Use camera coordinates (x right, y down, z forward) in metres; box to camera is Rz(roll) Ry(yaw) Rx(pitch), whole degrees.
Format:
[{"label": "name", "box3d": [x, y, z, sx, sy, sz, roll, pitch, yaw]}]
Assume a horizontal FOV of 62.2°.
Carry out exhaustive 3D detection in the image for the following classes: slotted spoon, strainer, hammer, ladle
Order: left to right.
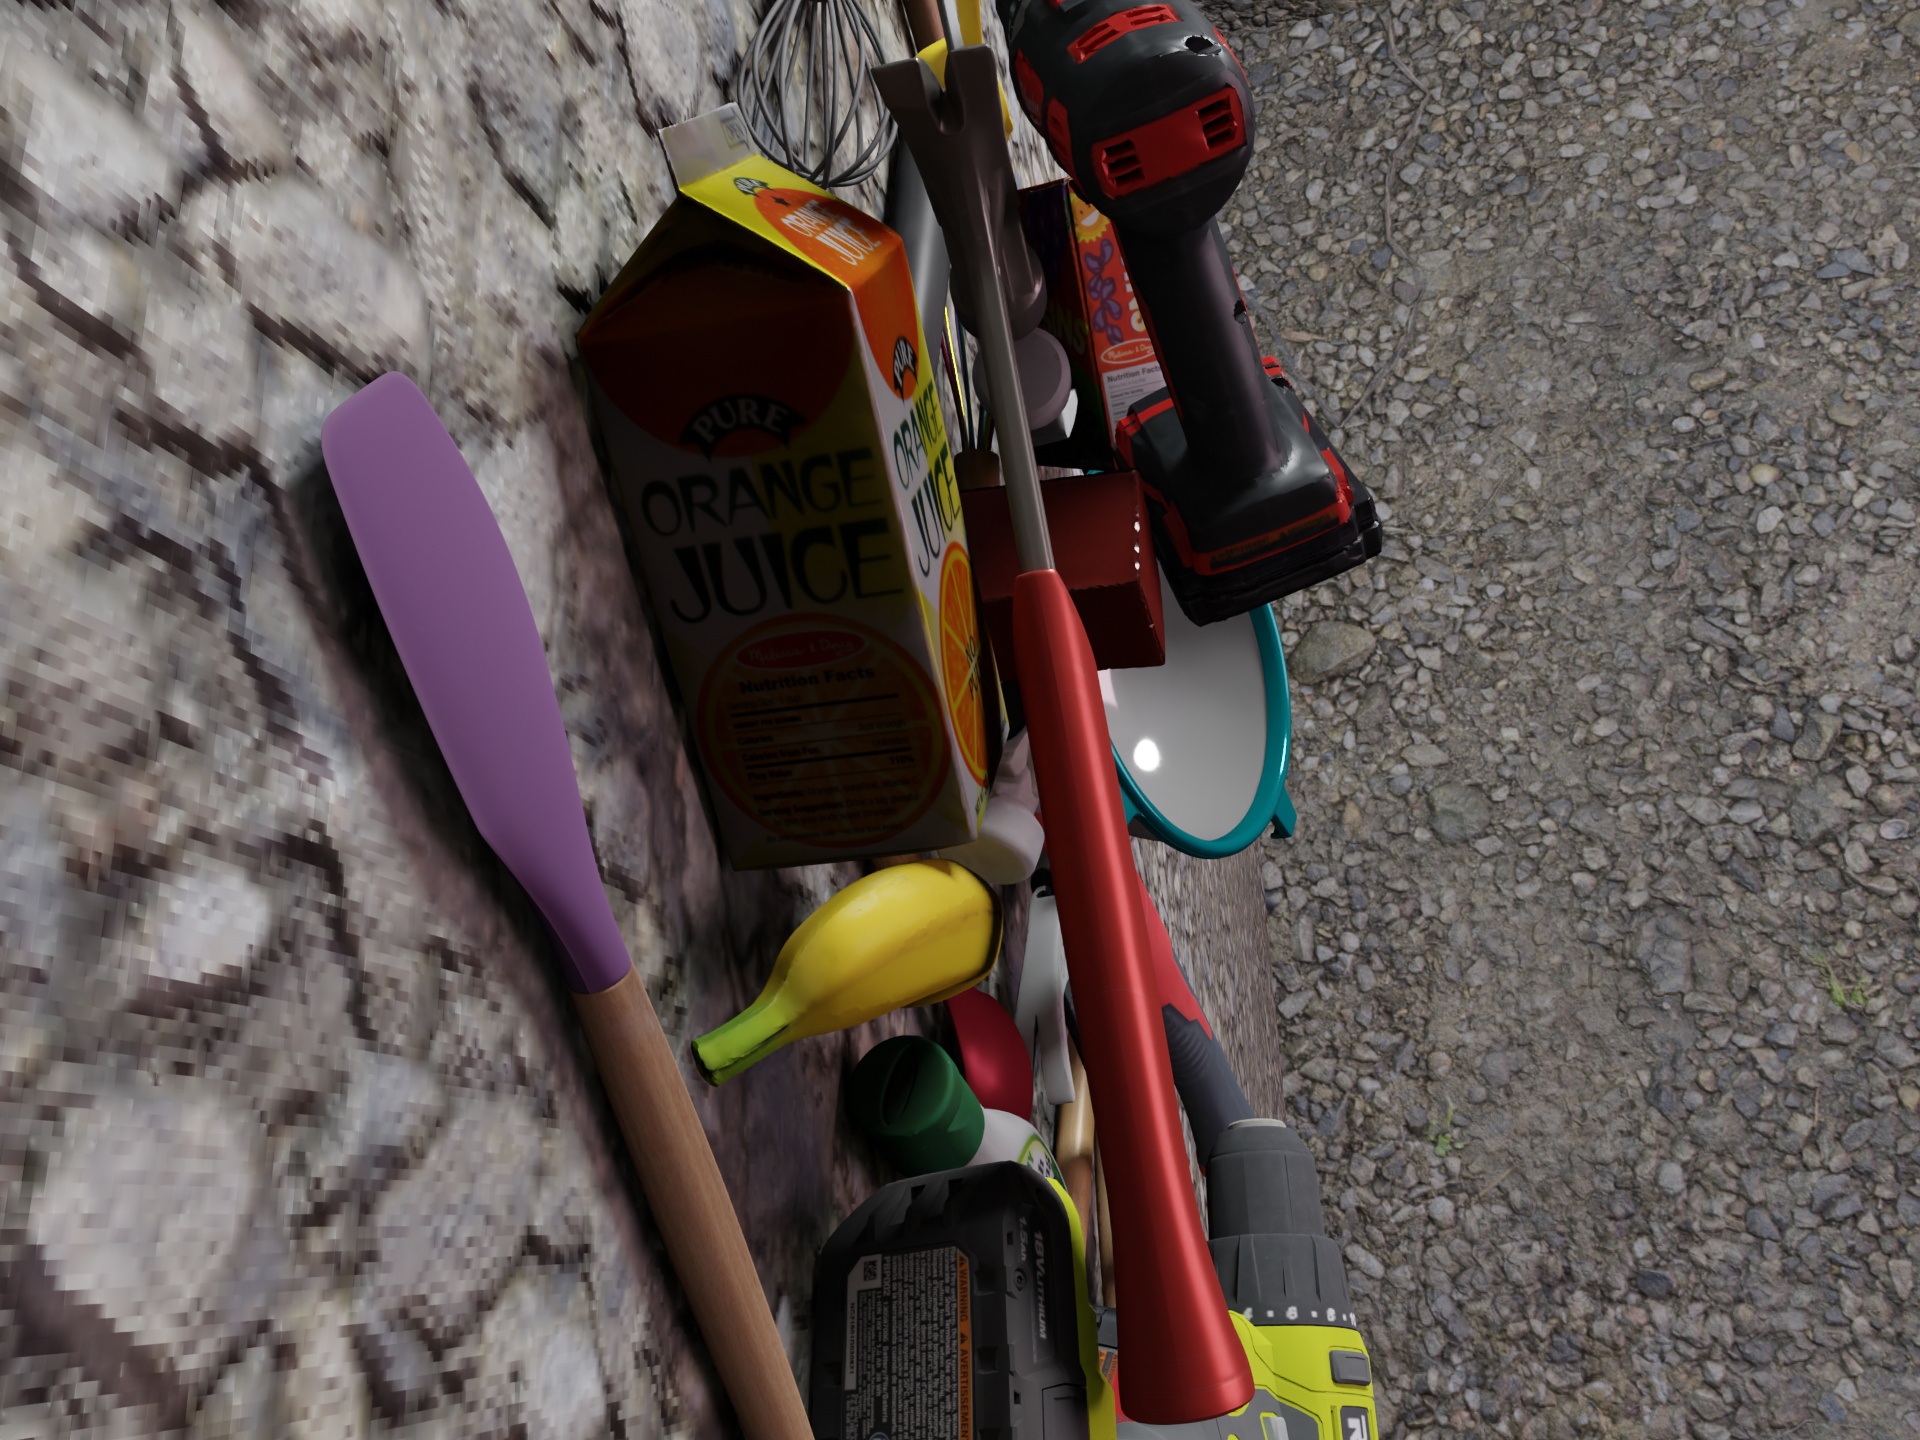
[{"label": "hammer", "box3d": [-0.022, -0.144, 0.632, 0.146, 0.035, 0.335, 67, 21, -51]}, {"label": "ladle", "box3d": [-0.018, 0.061, 0.574, 0.069, 0.031, 0.315, -77, 155, -48]}, {"label": "hammer", "box3d": [-0.013, -0.302, 0.608, 0.144, 0.035, 0.405, -15, 93, -83]}, {"label": "hammer", "box3d": [0.030, 0.008, 0.442, 0.149, 0.036, 0.359, 40, 40, -79]}, {"label": "slotted spoon", "box3d": [0.064, 0.189, 0.842, 0.314, 0.031, 0.070, -81, 156, -44]}, {"label": "strainer", "box3d": [0.073, -0.088, 0.843, 0.211, 0.095, 0.340, 4, 74, -51]}, {"label": "hammer", "box3d": [0.088, 0.098, 0.720, 0.385, 0.038, 0.143, 61, 42, -46]}, {"label": "hammer", "box3d": [0.103, 0.260, 0.821, 0.149, 0.036, 0.408, -72, 145, -54]}]

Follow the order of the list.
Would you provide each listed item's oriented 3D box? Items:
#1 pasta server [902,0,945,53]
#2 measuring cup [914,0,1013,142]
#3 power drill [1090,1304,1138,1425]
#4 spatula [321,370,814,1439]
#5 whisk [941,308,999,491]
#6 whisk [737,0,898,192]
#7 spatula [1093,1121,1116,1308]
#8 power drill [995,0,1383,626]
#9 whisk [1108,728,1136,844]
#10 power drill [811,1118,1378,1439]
[{"label": "pasta server", "box3d": [-0.001, -0.322, 0.797, 0.060, 0.040, 0.315, -76, 154, -45]}, {"label": "measuring cup", "box3d": [-0.008, -0.315, 0.710, 0.062, 0.029, 0.156, 53, -11, 26]}, {"label": "power drill", "box3d": [0.069, 0.345, 0.654, 0.143, 0.078, 0.219, -63, 149, -46]}, {"label": "spatula", "box3d": [-0.073, 0.076, 0.359, 0.060, 0.018, 0.315, -82, 160, -63]}, {"label": "whisk", "box3d": [0.010, -0.146, 0.749, 0.051, 0.047, 0.245, 43, 46, -71]}, {"label": "whisk", "box3d": [-0.052, -0.267, 0.561, 0.055, 0.055, 0.239, 62, 21, -56]}, {"label": "spatula", "box3d": [0.072, 0.301, 0.832, 0.318, 0.044, 0.082, -88, 163, -49]}, {"label": "power drill", "box3d": [0.073, -0.169, 0.582, 0.188, 0.080, 0.226, -105, 171, -50]}, {"label": "whisk", "box3d": [0.071, -0.034, 0.939, 0.059, 0.057, 0.247, 136, -46, -54]}, {"label": "power drill", "box3d": [0.061, 0.213, 0.514, 0.228, 0.080, 0.191, 27, 52, -42]}]
